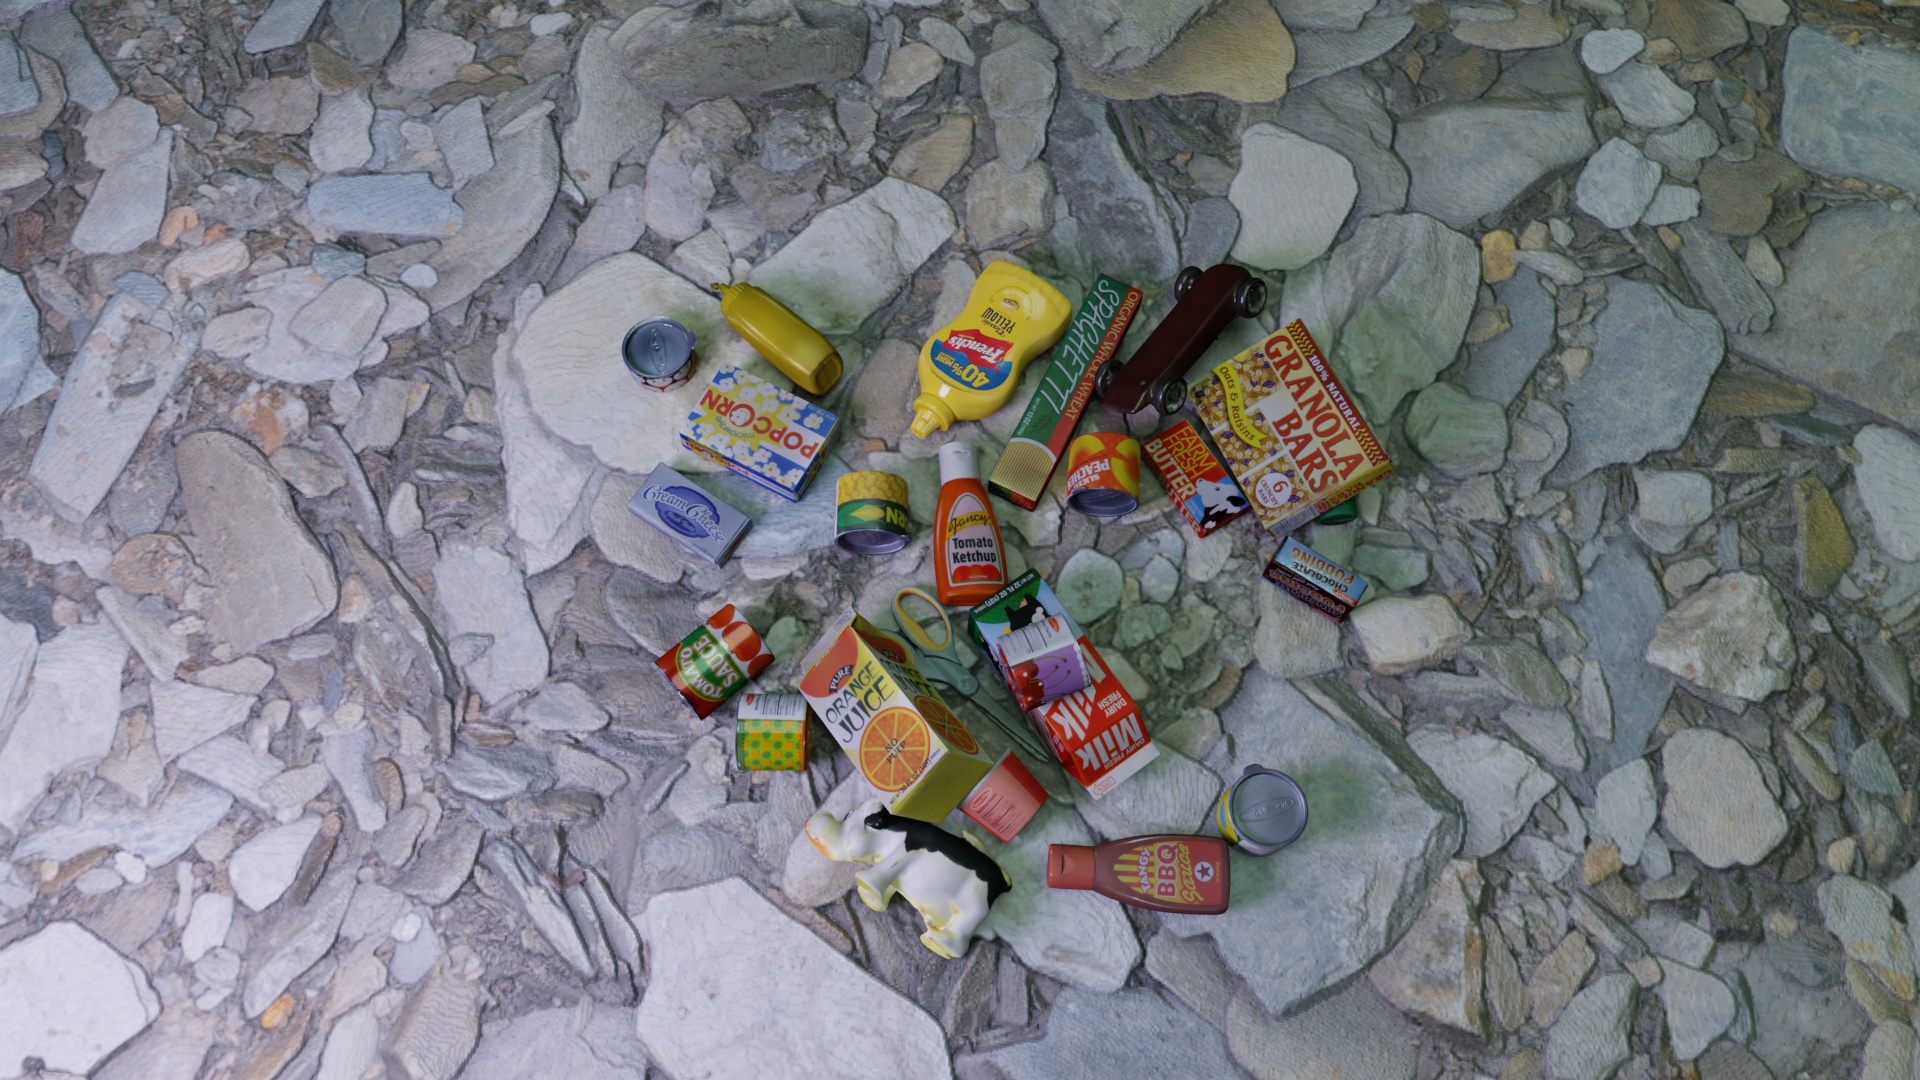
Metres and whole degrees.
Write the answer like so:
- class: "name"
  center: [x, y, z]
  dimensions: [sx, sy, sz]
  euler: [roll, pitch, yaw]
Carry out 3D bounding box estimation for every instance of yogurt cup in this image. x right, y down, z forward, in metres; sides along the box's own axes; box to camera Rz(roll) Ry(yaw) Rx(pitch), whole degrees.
- class: "yogurt cup"
  center: [0.037, 0.216, 1.166]
  dimensions: [0.054, 0.072, 0.072]
  euler: [42, 75, 5]

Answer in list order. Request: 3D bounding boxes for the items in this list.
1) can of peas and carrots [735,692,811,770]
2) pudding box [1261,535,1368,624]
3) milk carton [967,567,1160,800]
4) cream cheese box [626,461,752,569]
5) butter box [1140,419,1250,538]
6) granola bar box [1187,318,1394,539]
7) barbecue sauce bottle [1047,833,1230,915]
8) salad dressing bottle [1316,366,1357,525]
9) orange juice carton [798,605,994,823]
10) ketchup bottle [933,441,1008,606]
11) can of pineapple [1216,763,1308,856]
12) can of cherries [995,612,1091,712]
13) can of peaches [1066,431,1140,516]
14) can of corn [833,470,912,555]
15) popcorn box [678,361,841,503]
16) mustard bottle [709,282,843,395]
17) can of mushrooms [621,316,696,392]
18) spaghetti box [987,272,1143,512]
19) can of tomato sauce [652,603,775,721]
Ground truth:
- class: "can of peas and carrots"
  center: [-0.159, 0.165, 1.182]
  dimensions: [0.059, 0.070, 0.071]
  euler: [1, 70, -1]
- class: "pudding box"
  center: [0.316, 0.035, 1.243]
  dimensions: [0.084, 0.049, 0.030]
  euler: [32, 71, 10]
- class: "milk carton"
  center: [0.087, 0.126, 1.194]
  dimensions: [0.072, 0.073, 0.191]
  euler: [-33, 74, -12]
- class: "cream cheese box"
  center: [-0.248, -0.023, 1.271]
  dimensions: [0.104, 0.024, 0.053]
  euler: [32, 72, 10]
- class: "butter box"
  center: [0.217, -0.057, 1.290]
  dimensions: [0.053, 0.024, 0.103]
  euler: [-30, 73, -12]
- class: "granola bar box"
  center: [0.298, -0.103, 1.267]
  dimensions: [0.124, 0.039, 0.166]
  euler: [-31, 64, 14]
- class: "barbecue sauce bottle"
  center: [0.147, 0.275, 1.155]
  dimensions: [0.149, 0.043, 0.065]
  euler: [3, 71, 1]
- class: "salad dressing bottle"
  center: [0.340, -0.088, 1.294]
  dimensions: [0.064, 0.044, 0.148]
  euler: [-4, 71, 2]
- class: "orange juice carton"
  center: [-0.066, 0.140, 1.161]
  dimensions: [0.071, 0.073, 0.193]
  euler: [-49, 55, 10]
- class: "ketchup bottle"
  center: [0.005, -0.016, 1.262]
  dimensions: [0.065, 0.043, 0.149]
  euler: [-1, 69, -13]
- class: "can of pineapple"
  center: [0.252, 0.228, 1.166]
  dimensions: [0.071, 0.057, 0.071]
  euler: [0, 70, -1]
- class: "can of cherries"
  center: [0.068, 0.102, 1.129]
  dimensions: [0.058, 0.071, 0.071]
  euler: [-22, 72, -6]
- class: "can of peaches"
  center: [0.129, -0.061, 1.266]
  dimensions: [0.071, 0.071, 0.058]
  euler: [5, 69, 1]
- class: "can of corn"
  center: [-0.078, -0.025, 1.252]
  dimensions: [0.071, 0.071, 0.058]
  euler: [0, 69, 0]
- class: "popcorn box"
  center: [-0.186, -0.101, 1.294]
  dimensions: [0.127, 0.038, 0.085]
  euler: [27, 72, 9]
- class: "mustard bottle"
  center: [-0.181, -0.203, 1.320]
  dimensions: [0.160, 0.065, 0.049]
  euler: [41, 79, 17]
- class: "can of mushrooms"
  center: [-0.284, -0.177, 1.324]
  dimensions: [0.071, 0.033, 0.071]
  euler: [0, 69, 0]
- class: "spaghetti box"
  center: [0.102, -0.145, 1.319]
  dimensions: [0.050, 0.028, 0.251]
  euler: [26, 72, 8]
- class: "can of tomato sauce"
  center: [-0.212, 0.104, 1.200]
  dimensions: [0.083, 0.071, 0.071]
  euler: [-40, 75, -14]
